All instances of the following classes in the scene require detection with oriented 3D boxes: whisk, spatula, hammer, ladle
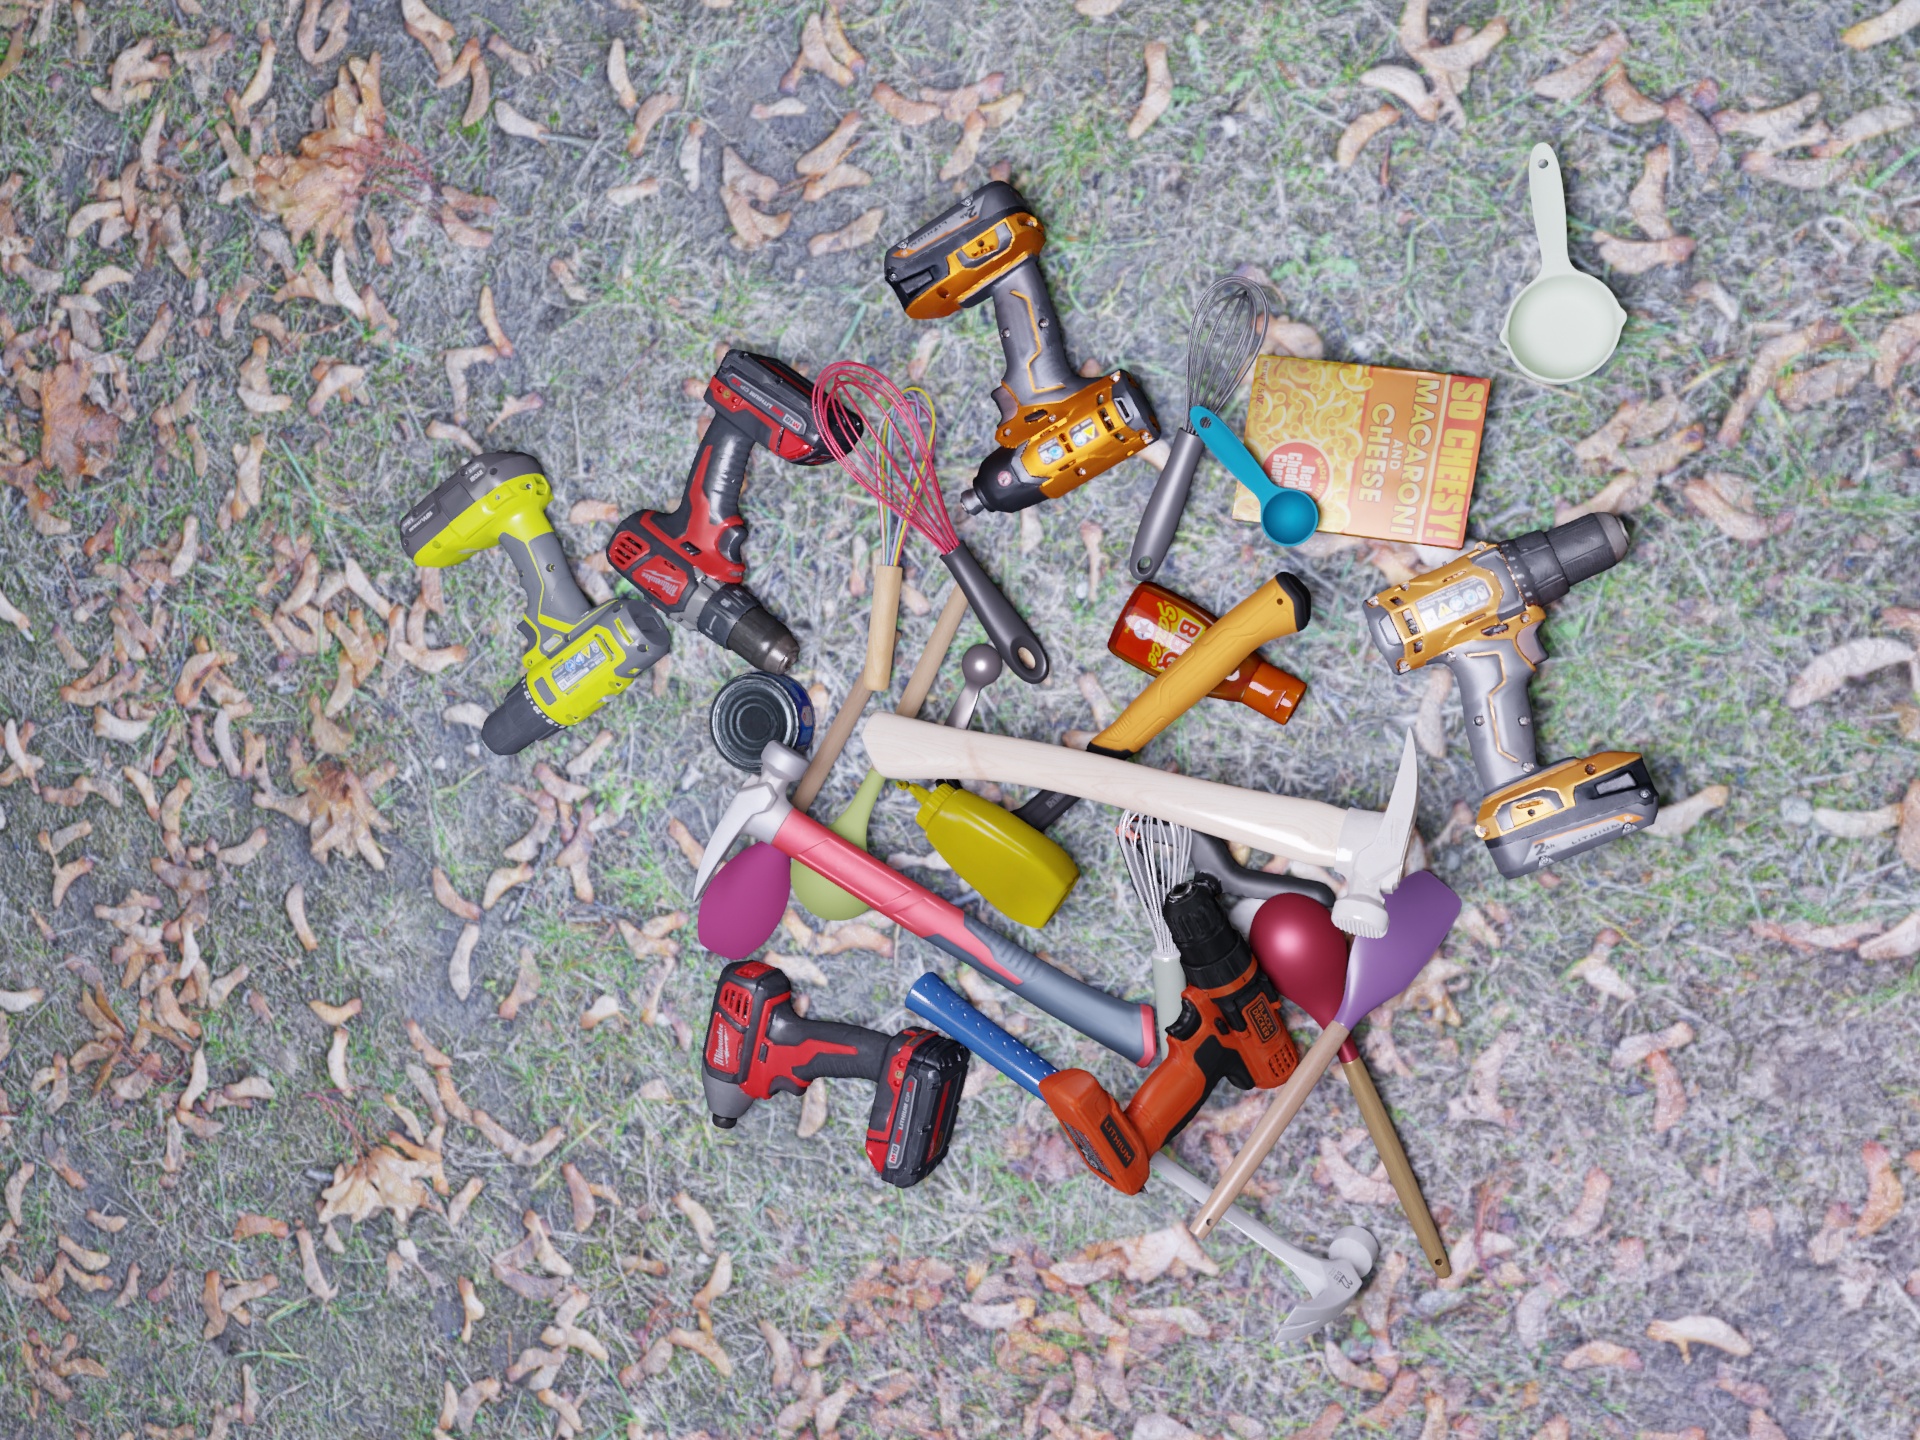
[{"bbox_3d":[0.171,-0.215,1.191,0.055,0.055,0.239,24,112,15],"label":"whisk"},{"bbox_3d":[0.261,0.242,1.156,0.059,0.018,0.316,38,80,-5],"label":"spatula"},{"bbox_3d":[0.126,0.000,1.204,0.337,0.034,0.127,-43,83,27],"label":"hammer"},{"bbox_3d":[-0.052,0.018,1.301,0.078,0.062,0.320,26,95,13],"label":"ladle"},{"bbox_3d":[0.123,0.322,1.225,0.406,0.144,0.035,32,114,20],"label":"hammer"},{"bbox_3d":[-0.052,-0.145,1.275,0.047,0.051,0.245,7,93,10],"label":"whisk"},{"bbox_3d":[0.120,0.038,1.156,0.411,0.038,0.146,12,72,22],"label":"hammer"},{"bbox_3d":[-0.021,0.174,1.255,0.386,0.038,0.143,31,93,2],"label":"hammer"},{"bbox_3d":[0.156,0.168,1.204,0.058,0.059,0.246,20,121,59],"label":"whisk"},{"bbox_3d":[0.300,0.276,1.190,0.069,0.031,0.315,-24,94,9],"label":"ladle"},{"bbox_3d":[-0.017,-0.149,1.231,0.073,0.073,0.295,-31,104,18],"label":"whisk"}]

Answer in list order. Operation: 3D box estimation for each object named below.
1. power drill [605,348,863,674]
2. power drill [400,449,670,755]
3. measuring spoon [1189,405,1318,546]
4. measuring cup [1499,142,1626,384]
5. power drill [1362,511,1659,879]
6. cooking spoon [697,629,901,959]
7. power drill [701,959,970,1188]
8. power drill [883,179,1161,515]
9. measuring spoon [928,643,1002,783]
[{"bbox_3d":[-0.171,-0.167,1.304,0.188,0.080,0.226,37,107,12],"label":"power drill"},{"bbox_3d":[-0.382,-0.098,1.377,0.190,0.080,0.228,-34,86,17],"label":"power drill"},{"bbox_3d":[0.213,-0.181,1.160,0.042,0.021,0.129,-43,82,26],"label":"measuring spoon"},{"bbox_3d":[0.418,-0.319,1.120,0.083,0.038,0.167,-7,90,18],"label":"measuring cup"},{"bbox_3d":[0.413,-0.023,1.122,0.185,0.084,0.226,-25,81,17],"label":"power drill"},{"bbox_3d":[-0.130,0.062,1.328,0.068,0.017,0.319,27,99,-14],"label":"cooking spoon"},{"bbox_3d":[-0.114,0.297,1.318,0.220,0.078,0.143,16,99,19],"label":"power drill"},{"bbox_3d":[0.032,-0.276,1.227,0.164,0.084,0.226,-29,89,18],"label":"power drill"},{"bbox_3d":[-0.002,-0.004,1.288,0.034,0.018,0.124,26,101,18],"label":"measuring spoon"}]
